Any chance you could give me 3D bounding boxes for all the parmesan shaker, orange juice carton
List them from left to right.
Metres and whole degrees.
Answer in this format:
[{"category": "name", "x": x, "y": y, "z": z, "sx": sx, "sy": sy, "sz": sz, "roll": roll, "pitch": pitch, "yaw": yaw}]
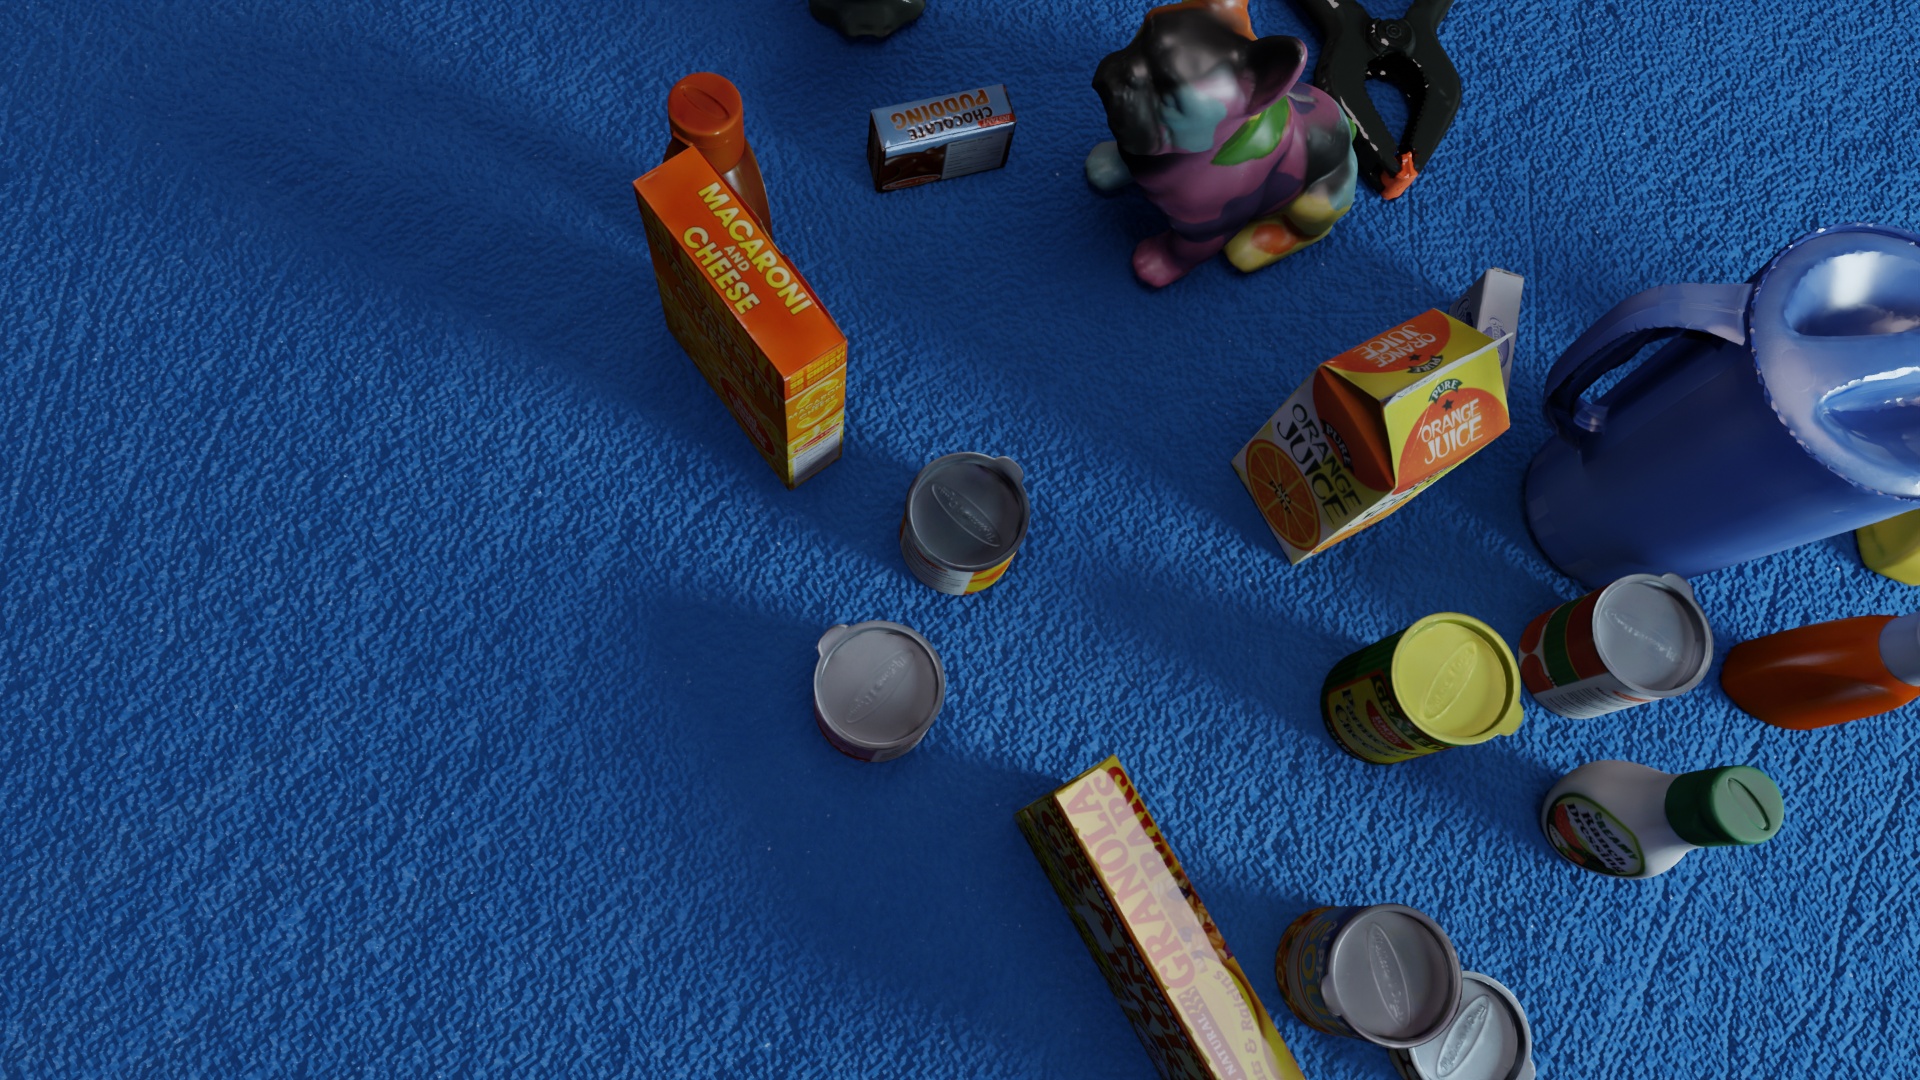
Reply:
[{"category": "orange juice carton", "x": 0.215, "y": -0.056, "z": 0.723, "sx": 0.072, "sy": 0.192, "sz": 0.073, "roll": -26, "pitch": 79, "yaw": -13}, {"category": "parmesan shaker", "x": 0.241, "y": 0.083, "z": 0.732, "sx": 0.071, "sy": 0.102, "sz": 0.071, "roll": 2, "pitch": 74, "yaw": -6}]

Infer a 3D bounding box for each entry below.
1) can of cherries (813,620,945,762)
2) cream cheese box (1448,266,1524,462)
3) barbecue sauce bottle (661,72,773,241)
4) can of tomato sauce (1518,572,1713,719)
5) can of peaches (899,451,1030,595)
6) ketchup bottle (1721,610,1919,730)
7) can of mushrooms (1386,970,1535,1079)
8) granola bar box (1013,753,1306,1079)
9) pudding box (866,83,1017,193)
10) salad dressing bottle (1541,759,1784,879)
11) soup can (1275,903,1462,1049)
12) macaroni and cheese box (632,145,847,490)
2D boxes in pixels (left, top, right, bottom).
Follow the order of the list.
[{"category": "can of cherries", "x": -0.045, "y": 0.077, "z": 0.724, "sx": 0.071, "sy": 0.058, "sz": 0.071, "roll": 2, "pitch": 74, "yaw": -6}, {"category": "cream cheese box", "x": 0.304, "y": -0.103, "z": 0.819, "sx": 0.024, "sy": 0.053, "sz": 0.104, "roll": 15, "pitch": 73, "yaw": -2}, {"category": "barbecue sauce bottle", "x": -0.133, "y": -0.193, "z": 0.746, "sx": 0.065, "sy": 0.148, "sz": 0.044, "roll": 36, "pitch": 74, "yaw": 4}, {"category": "can of tomato sauce", "x": 0.357, "y": 0.058, "z": 0.763, "sx": 0.071, "sy": 0.083, "sz": 0.071, "roll": 2, "pitch": 74, "yaw": -6}, {"category": "can of peaches", "x": 0.003, "y": -0.009, "z": 0.755, "sx": 0.071, "sy": 0.058, "sz": 0.071, "roll": 2, "pitch": 74, "yaw": -6}, {"category": "ketchup bottle", "x": 0.479, "y": 0.067, "z": 0.740, "sx": 0.065, "sy": 0.148, "sz": 0.043, "roll": 27, "pitch": 73, "yaw": 2}, {"category": "can of mushrooms", "x": 0.258, "y": 0.258, "z": 0.719, "sx": 0.071, "sy": 0.033, "sz": 0.071, "roll": 2, "pitch": 74, "yaw": -6}, {"category": "granola bar box", "x": 0.089, "y": 0.192, "z": 0.672, "sx": 0.039, "sy": 0.124, "sz": 0.166, "roll": -28, "pitch": 79, "yaw": -13}, {"category": "pudding box", "x": -0.012, "y": -0.238, "z": 0.825, "sx": 0.084, "sy": 0.049, "sz": 0.030, "roll": -15, "pitch": 77, "yaw": -11}, {"category": "salad dressing bottle", "x": 0.353, "y": 0.139, "z": 0.705, "sx": 0.044, "sy": 0.147, "sz": 0.064, "roll": -32, "pitch": 80, "yaw": -14}, {"category": "soup can", "x": 0.200, "y": 0.218, "z": 0.698, "sx": 0.071, "sy": 0.083, "sz": 0.071, "roll": 2, "pitch": 74, "yaw": -6}, {"category": "macaroni and cheese box", "x": -0.109, "y": -0.108, "z": 0.714, "sx": 0.040, "sy": 0.166, "sz": 0.124, "roll": -35, "pitch": 81, "yaw": -14}]
